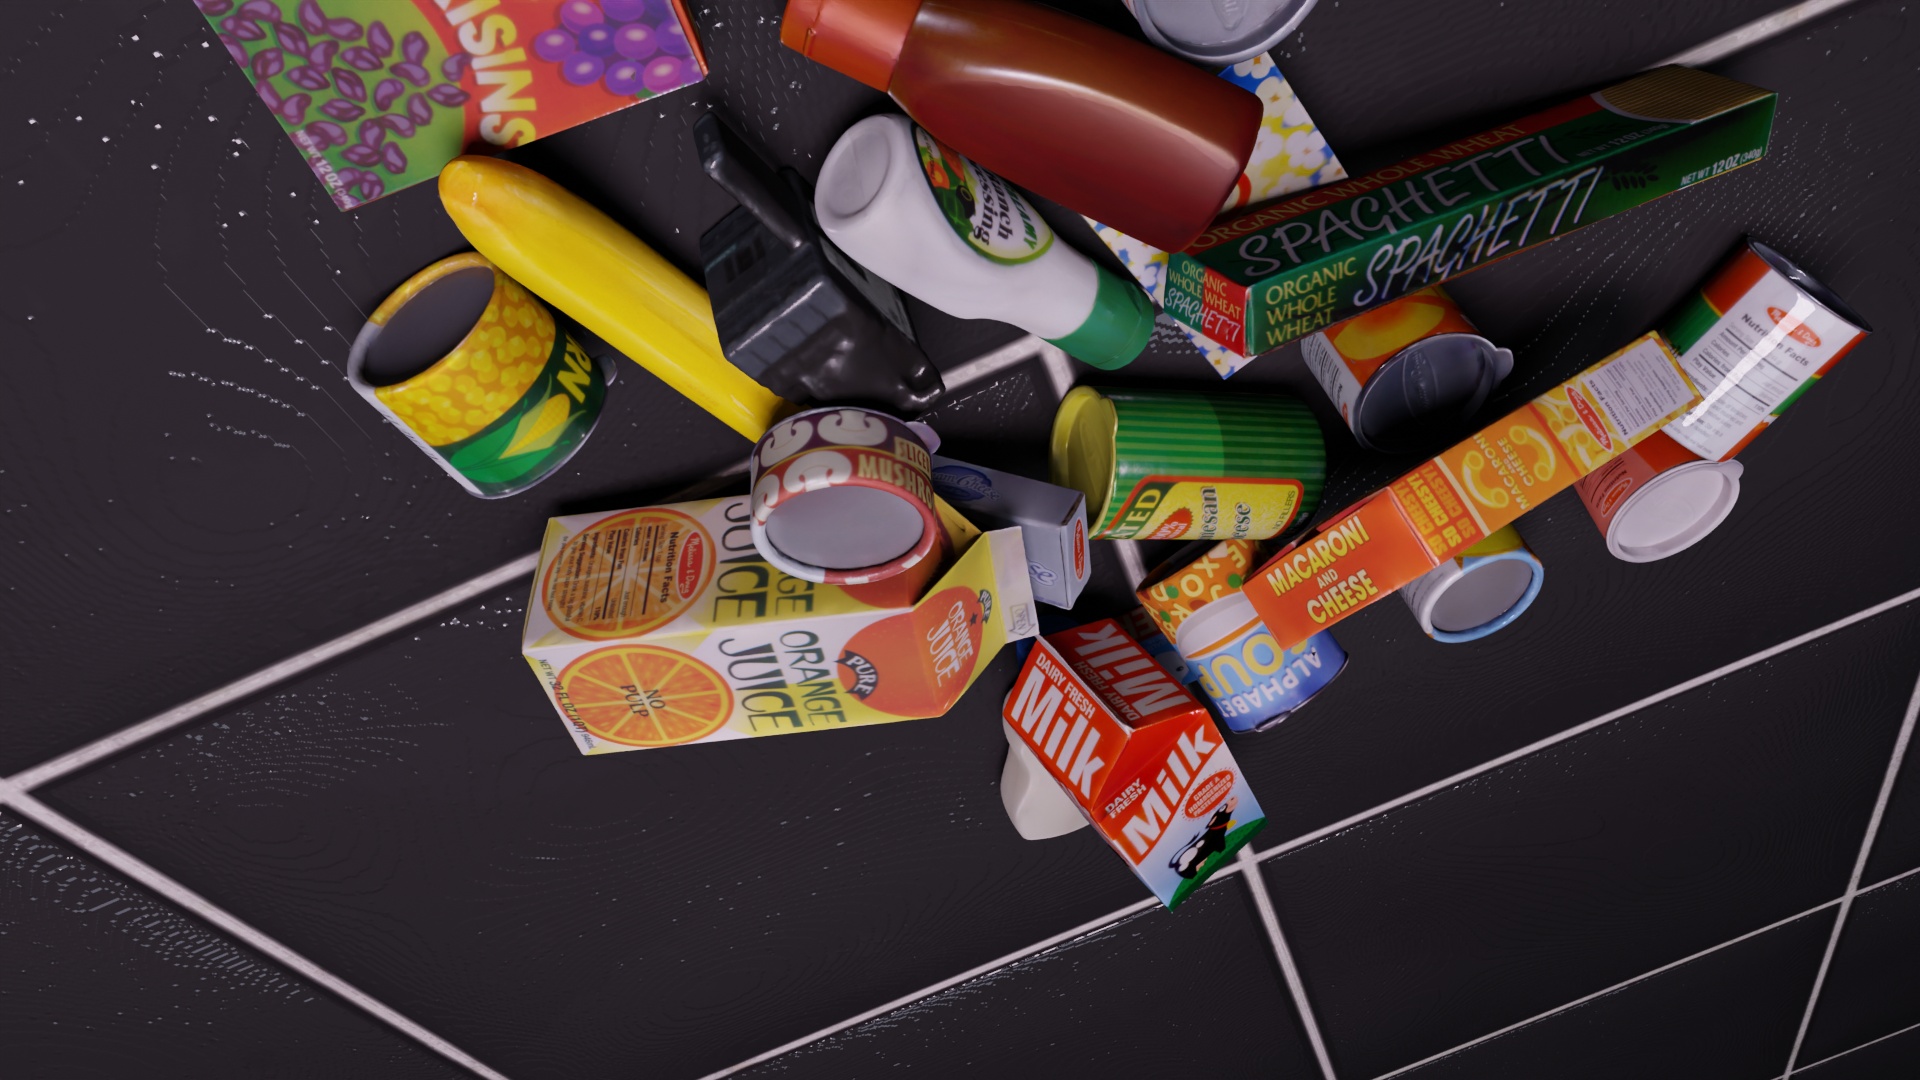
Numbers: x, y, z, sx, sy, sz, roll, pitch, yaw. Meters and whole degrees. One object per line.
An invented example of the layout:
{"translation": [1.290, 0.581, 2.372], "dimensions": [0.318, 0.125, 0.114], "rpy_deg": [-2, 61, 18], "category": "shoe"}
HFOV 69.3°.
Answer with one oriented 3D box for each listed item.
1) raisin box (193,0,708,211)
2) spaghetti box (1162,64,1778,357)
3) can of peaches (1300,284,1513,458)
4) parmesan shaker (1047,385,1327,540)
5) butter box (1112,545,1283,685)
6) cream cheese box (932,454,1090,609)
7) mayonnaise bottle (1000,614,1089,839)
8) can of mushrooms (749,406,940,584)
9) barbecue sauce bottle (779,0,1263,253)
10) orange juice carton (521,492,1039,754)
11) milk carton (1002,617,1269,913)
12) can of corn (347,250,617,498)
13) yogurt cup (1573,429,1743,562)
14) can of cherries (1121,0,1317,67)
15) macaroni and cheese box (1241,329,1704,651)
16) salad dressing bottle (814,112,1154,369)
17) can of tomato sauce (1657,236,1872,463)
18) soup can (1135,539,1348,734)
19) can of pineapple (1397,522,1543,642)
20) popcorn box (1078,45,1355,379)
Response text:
{"translation": [-0.148, -0.160, 0.409], "dimensions": [0.123, 0.040, 0.085], "rpy_deg": [-20, 136, 0], "category": "raisin box"}
{"translation": [0.192, -0.126, 0.512], "dimensions": [0.251, 0.050, 0.028], "rpy_deg": [-22, 127, -18], "category": "spaghetti box"}
{"translation": [0.190, -0.079, 0.597], "dimensions": [0.071, 0.058, 0.070], "rpy_deg": [-10, 135, -10], "category": "can of peaches"}
{"translation": [0.099, -0.034, 0.602], "dimensions": [0.103, 0.071, 0.071], "rpy_deg": [0, 133, -20], "category": "parmesan shaker"}
{"translation": [0.129, 0.045, 0.725], "dimensions": [0.103, 0.024, 0.053], "rpy_deg": [-25, 137, 6], "category": "butter box"}
{"translation": [0.002, -0.007, 0.585], "dimensions": [0.104, 0.024, 0.053], "rpy_deg": [15, 142, 21], "category": "cream cheese box"}
{"translation": [0.051, 0.101, 0.742], "dimensions": [0.065, 0.041, 0.147], "rpy_deg": [-18, 136, -12], "category": "mayonnaise bottle"}
{"translation": [-0.040, -0.015, 0.493], "dimensions": [0.071, 0.033, 0.070], "rpy_deg": [-3, 144, -2], "category": "can of mushrooms"}
{"translation": [0.017, -0.145, 0.444], "dimensions": [0.148, 0.044, 0.064], "rpy_deg": [23, 157, -7], "category": "barbecue sauce bottle"}
{"translation": [-0.067, 0.028, 0.558], "dimensions": [0.193, 0.073, 0.071], "rpy_deg": [-7, 137, 4], "category": "orange juice carton"}
{"translation": [0.084, 0.106, 0.681], "dimensions": [0.073, 0.072, 0.190], "rpy_deg": [-41, 140, -5], "category": "milk carton"}
{"translation": [-0.166, -0.059, 0.485], "dimensions": [0.071, 0.071, 0.058], "rpy_deg": [-27, 136, 8], "category": "can of corn"}
{"translation": [0.347, -0.030, 0.705], "dimensions": [0.072, 0.054, 0.072], "rpy_deg": [-10, 136, -10], "category": "yogurt cup"}
{"translation": [0.079, -0.194, 0.441], "dimensions": [0.071, 0.058, 0.071], "rpy_deg": [-10, 135, -10], "category": "can of cherries"}
{"translation": [0.218, -0.020, 0.605], "dimensions": [0.167, 0.040, 0.123], "rpy_deg": [-27, 170, -24], "category": "macaroni and cheese box"}
{"translation": [0.015, -0.104, 0.512], "dimensions": [0.044, 0.064, 0.147], "rpy_deg": [-34, 145, 31], "category": "salad dressing bottle"}
{"translation": [0.362, -0.088, 0.646], "dimensions": [0.071, 0.071, 0.082], "rpy_deg": [13, 128, -30], "category": "can of tomato sauce"}
{"translation": [0.133, 0.040, 0.661], "dimensions": [0.071, 0.071, 0.084], "rpy_deg": [-35, 92, 16], "category": "soup can"}
{"translation": [0.255, 0.010, 0.710], "dimensions": [0.071, 0.058, 0.070], "rpy_deg": [-10, 136, -10], "category": "can of pineapple"}
{"translation": [0.100, -0.129, 0.529], "dimensions": [0.085, 0.038, 0.126], "rpy_deg": [-36, 134, 17], "category": "popcorn box"}
